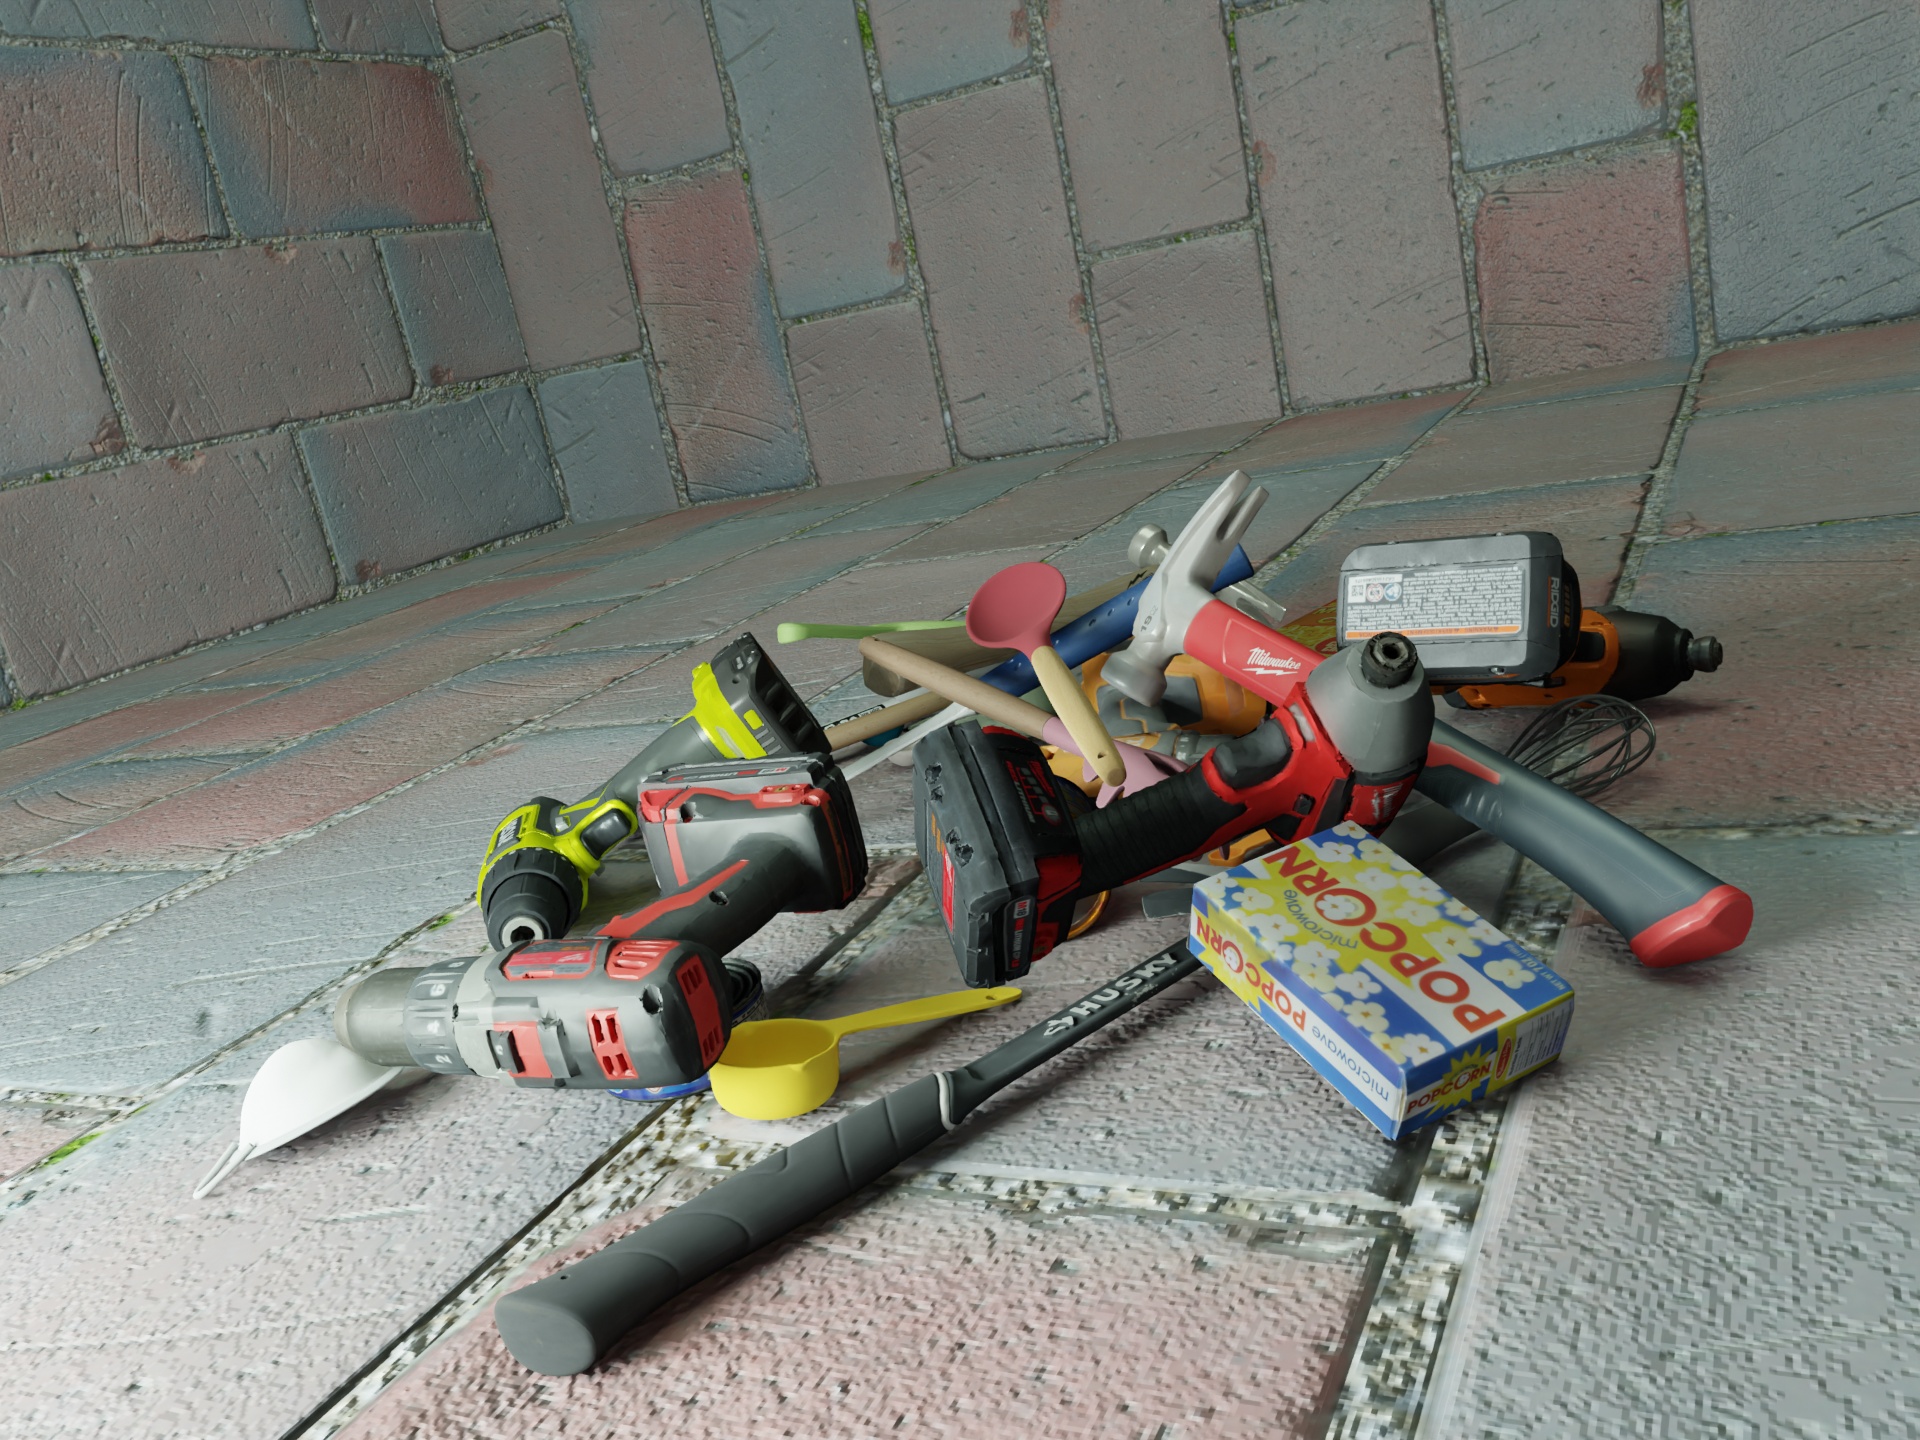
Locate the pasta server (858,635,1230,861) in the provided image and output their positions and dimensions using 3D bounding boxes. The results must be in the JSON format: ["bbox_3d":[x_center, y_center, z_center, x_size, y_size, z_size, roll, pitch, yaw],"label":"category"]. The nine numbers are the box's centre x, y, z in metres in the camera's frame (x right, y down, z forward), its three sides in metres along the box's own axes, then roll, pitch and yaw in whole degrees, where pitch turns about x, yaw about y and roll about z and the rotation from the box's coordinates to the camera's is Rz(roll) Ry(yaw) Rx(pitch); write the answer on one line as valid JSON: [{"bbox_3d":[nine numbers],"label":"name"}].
[{"bbox_3d":[0.032,0.005,0.886,0.060,0.040,0.316,2,16,-39],"label":"pasta server"}]

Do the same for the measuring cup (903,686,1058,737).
[{"bbox_3d":[0.009,0.005,1.184,0.083,0.038,0.167,-22,2,-36],"label":"measuring cup"}]

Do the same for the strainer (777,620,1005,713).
[{"bbox_3d":[-0.039,-0.039,1.217,0.151,0.069,0.256,-1,0,42],"label":"strainer"}]

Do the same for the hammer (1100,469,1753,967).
[{"bbox_3d":[0.219,-0.007,0.779,0.038,0.143,0.387,27,7,-39],"label":"hammer"}]

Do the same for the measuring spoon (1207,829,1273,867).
[{"bbox_3d":[0.179,0.062,0.873,0.117,0.011,0.021,-18,13,-35],"label":"measuring spoon"}]

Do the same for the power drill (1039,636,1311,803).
[{"bbox_3d":[0.140,0.006,0.977,0.185,0.084,0.226,-7,20,21],"label":"power drill"}]

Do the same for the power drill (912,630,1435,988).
[{"bbox_3d":[0.095,0.030,0.674,0.219,0.079,0.143,-16,-29,-10],"label":"power drill"}]

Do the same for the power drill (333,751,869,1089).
[{"bbox_3d":[-0.160,0.097,0.747,0.188,0.080,0.227,-6,19,23],"label":"power drill"}]

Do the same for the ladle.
[{"bbox_3d":[0.052,-0.028,0.880,0.069,0.031,0.316,-33,21,5],"label":"ladle"}]

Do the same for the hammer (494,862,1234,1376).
[{"bbox_3d":[0.005,0.144,0.652,0.409,0.036,0.149,-22,17,-34],"label":"hammer"}]

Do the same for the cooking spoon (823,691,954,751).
[{"bbox_3d":[-0.137,0.030,1.170,0.319,0.017,0.069,-21,13,-10],"label":"cooking spoon"}]

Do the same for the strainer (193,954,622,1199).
[{"bbox_3d":[-0.264,0.159,0.803,0.258,0.050,0.087,-21,2,-42],"label":"strainer"}]

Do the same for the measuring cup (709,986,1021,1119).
[{"bbox_3d":[-0.038,0.147,0.714,0.156,0.029,0.062,-7,10,-31],"label":"measuring cup"}]

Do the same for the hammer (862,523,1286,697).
[{"bbox_3d":[0.086,-0.071,1.181,0.146,0.038,0.410,36,34,27],"label":"hammer"}]

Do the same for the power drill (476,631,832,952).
[{"bbox_3d":[-0.194,0.051,0.965,0.228,0.080,0.191,-37,16,-2],"label":"power drill"}]

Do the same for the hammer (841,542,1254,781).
[{"bbox_3d":[-0.002,-0.003,0.989,0.405,0.035,0.144,-30,17,2],"label":"hammer"}]

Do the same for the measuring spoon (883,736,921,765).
[{"bbox_3d":[-0.012,0.033,1.127,0.034,0.018,0.124,-21,24,-32],"label":"measuring spoon"}]

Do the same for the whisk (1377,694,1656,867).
[{"bbox_3d":[0.263,0.041,0.814,0.239,0.055,0.055,-23,18,-22],"label":"whisk"}]

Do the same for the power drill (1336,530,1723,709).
[{"bbox_3d":[0.328,-0.048,0.910,0.164,0.084,0.226,0,-7,37],"label":"power drill"}]

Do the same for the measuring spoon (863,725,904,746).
[{"bbox_3d":[-0.096,0.027,1.214,0.128,0.021,0.042,-28,20,-21],"label":"measuring spoon"}]
